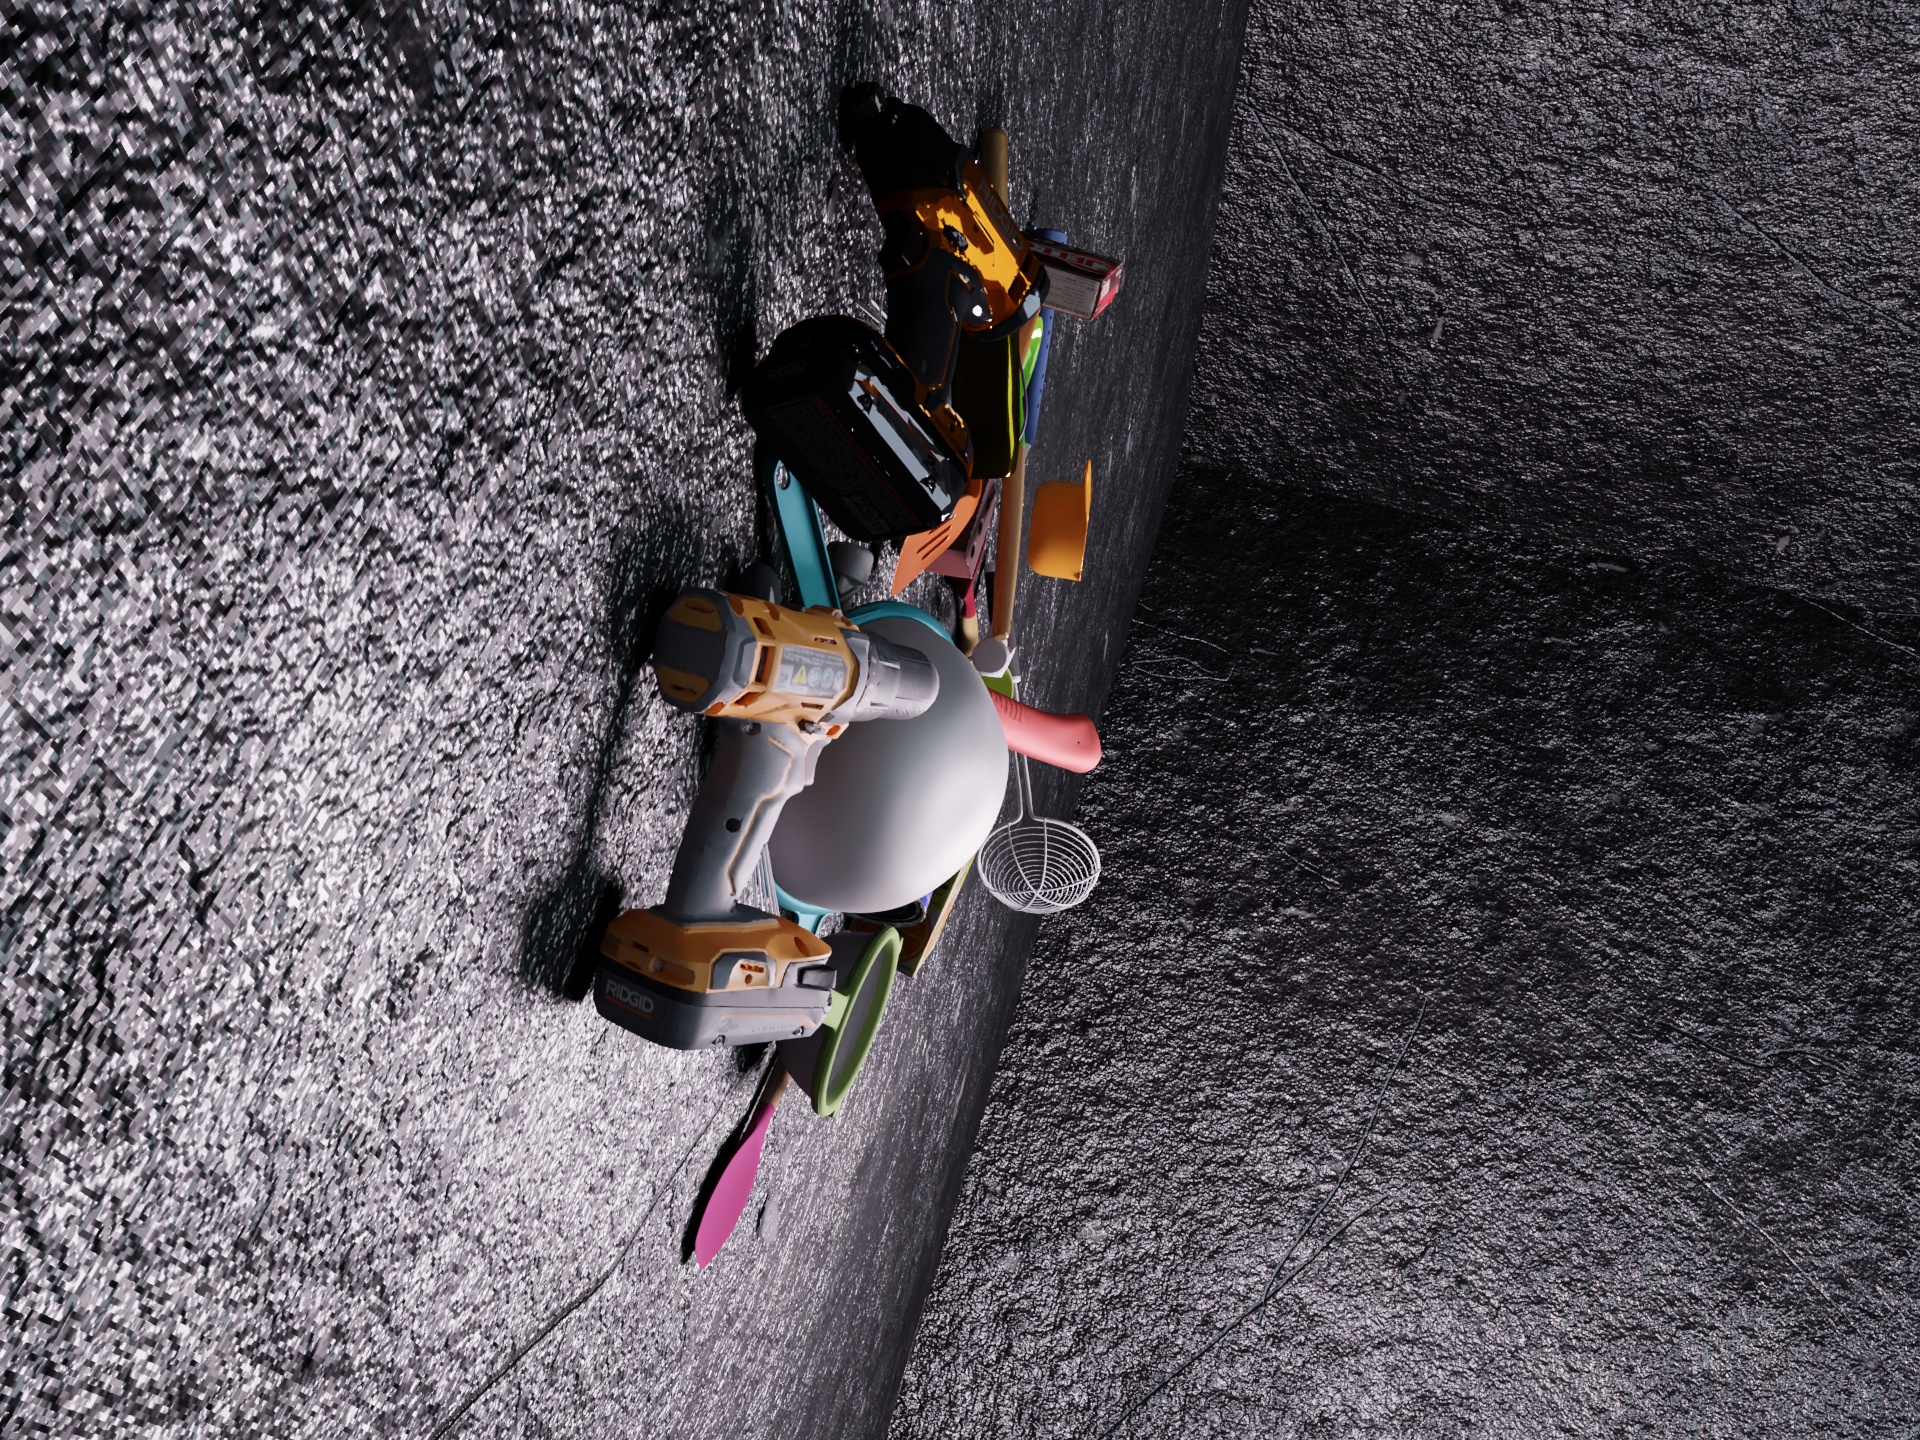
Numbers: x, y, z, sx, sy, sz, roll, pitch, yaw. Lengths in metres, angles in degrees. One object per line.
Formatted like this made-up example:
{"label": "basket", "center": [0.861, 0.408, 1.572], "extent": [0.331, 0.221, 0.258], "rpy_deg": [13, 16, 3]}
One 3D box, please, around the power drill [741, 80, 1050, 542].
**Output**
{"label": "power drill", "center": [-0.036, -0.229, 0.867], "extent": [0.164, 0.084, 0.227], "rpy_deg": [49, 48, -38]}

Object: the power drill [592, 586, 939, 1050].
{"label": "power drill", "center": [-0.094, 0.050, 0.843], "extent": [0.185, 0.084, 0.226], "rpy_deg": [7, 96, -53]}

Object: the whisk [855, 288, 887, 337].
{"label": "whisk", "center": [-0.030, -0.245, 1.054], "extent": [0.058, 0.059, 0.246], "rpy_deg": [-50, 179, 9]}

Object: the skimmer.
{"label": "skimmer", "center": [0.063, 0.020, 1.644], "extent": [0.090, 0.127, 0.363], "rpy_deg": [10, 73, -77]}

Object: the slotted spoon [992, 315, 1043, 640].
{"label": "slotted spoon", "center": [0.044, -0.205, 1.315], "extent": [0.070, 0.031, 0.314], "rpy_deg": [87, 8, -63]}

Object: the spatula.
{"label": "spatula", "center": [0.013, -0.231, 1.253], "extent": [0.081, 0.041, 0.323], "rpy_deg": [110, -1, -56]}

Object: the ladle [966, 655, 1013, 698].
{"label": "ladle", "center": [-0.020, 0.014, 1.464], "extent": [0.320, 0.062, 0.078], "rpy_deg": [-50, 139, -64]}

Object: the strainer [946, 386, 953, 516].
{"label": "strainer", "center": [-0.023, -0.211, 1.164], "extent": [0.086, 0.050, 0.259], "rpy_deg": [58, 25, -23]}

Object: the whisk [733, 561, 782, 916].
{"label": "whisk", "center": [-0.126, 0.049, 0.911], "extent": [0.070, 0.070, 0.284], "rpy_deg": [-46, 144, -71]}

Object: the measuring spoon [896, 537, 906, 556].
{"label": "measuring spoon", "center": [-0.032, -0.176, 1.249], "extent": [0.034, 0.018, 0.124], "rpy_deg": [45, 51, -59]}

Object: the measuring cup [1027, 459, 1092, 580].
{"label": "measuring cup", "center": [0.087, -0.186, 1.395], "extent": [0.173, 0.052, 0.095], "rpy_deg": [83, 15, -71]}

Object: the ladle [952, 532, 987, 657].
{"label": "ladle", "center": [0.010, -0.095, 1.562], "extent": [0.315, 0.031, 0.069], "rpy_deg": [88, 14, -64]}

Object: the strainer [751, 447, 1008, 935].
{"label": "strainer", "center": [-0.045, -0.011, 0.960], "extent": [0.211, 0.095, 0.340], "rpy_deg": [-43, 138, -32]}

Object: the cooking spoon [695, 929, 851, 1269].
{"label": "cooking spoon", "center": [-0.143, 0.282, 1.242], "extent": [0.319, 0.017, 0.068], "rpy_deg": [-65, 160, -47]}

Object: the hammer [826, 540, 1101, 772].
{"label": "hammer", "center": [-0.002, -0.004, 1.141], "extent": [0.358, 0.037, 0.149], "rpy_deg": [23, 81, -54]}

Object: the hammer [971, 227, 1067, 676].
{"label": "hammer", "center": [0.054, -0.241, 1.455], "extent": [0.144, 0.035, 0.405], "rpy_deg": [-11, 109, -87]}

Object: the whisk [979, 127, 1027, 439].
{"label": "whisk", "center": [0.020, -0.314, 1.179], "extent": [0.047, 0.051, 0.245], "rpy_deg": [179, -88, -77]}

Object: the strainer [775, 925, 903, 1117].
{"label": "strainer", "center": [-0.110, 0.206, 1.165], "extent": [0.256, 0.069, 0.151], "rpy_deg": [67, 43, -73]}
